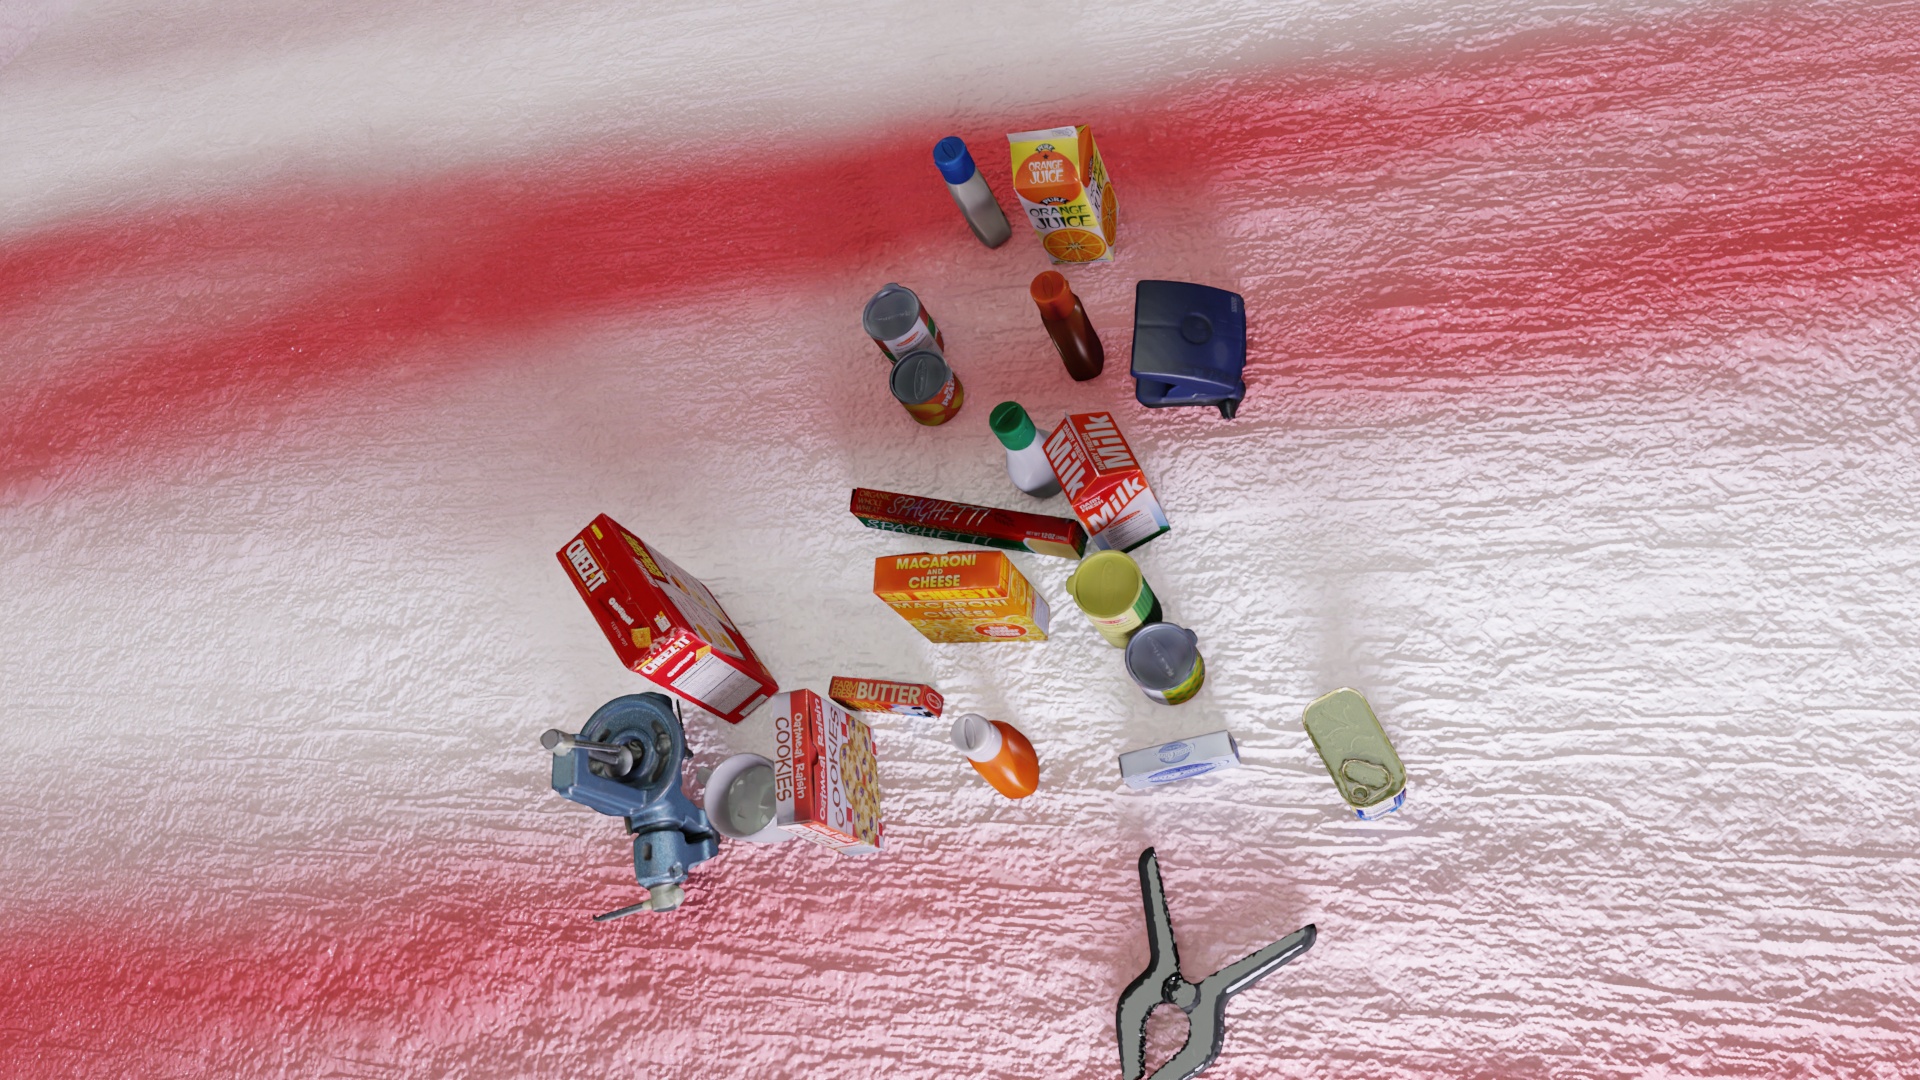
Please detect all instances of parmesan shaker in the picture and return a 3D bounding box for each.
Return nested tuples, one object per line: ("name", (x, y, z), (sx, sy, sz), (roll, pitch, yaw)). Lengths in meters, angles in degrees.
("parmesan shaker", (0.146, 0.057, 1.307), (0.071, 0.103, 0.071), (-7, 67, 17))

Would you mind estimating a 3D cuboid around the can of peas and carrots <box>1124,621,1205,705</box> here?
("can of peas and carrots", (0.193, 0.114, 1.292), (0.071, 0.058, 0.071), (-7, 67, 17))

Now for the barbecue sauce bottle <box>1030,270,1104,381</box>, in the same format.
("barbecue sauce bottle", (0.108, -0.221, 1.409), (0.043, 0.148, 0.065), (-15, 65, 13))

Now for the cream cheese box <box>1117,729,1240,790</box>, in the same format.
("cream cheese box", (0.199, 0.199, 1.258), (0.104, 0.053, 0.024), (-16, 65, 13))

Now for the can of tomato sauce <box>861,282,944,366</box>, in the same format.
("can of tomato sauce", (-0.062, -0.229, 1.510), (0.071, 0.083, 0.071), (-7, 67, 17))

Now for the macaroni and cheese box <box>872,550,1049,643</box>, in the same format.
("macaroni and cheese box", (0.004, 0.056, 1.322), (0.123, 0.166, 0.040), (-3, 68, 18))

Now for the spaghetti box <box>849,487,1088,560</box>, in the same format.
("spaghetti box", (0.005, -0.018, 1.418), (0.250, 0.050, 0.029), (9, 72, 22))

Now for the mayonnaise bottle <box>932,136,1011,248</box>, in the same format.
("mayonnaise bottle", (0.011, -0.381, 1.510), (0.041, 0.147, 0.065), (-33, 62, 5))

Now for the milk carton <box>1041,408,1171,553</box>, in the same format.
("milk carton", (0.135, -0.056, 1.308), (0.073, 0.190, 0.072), (-29, 62, 7))

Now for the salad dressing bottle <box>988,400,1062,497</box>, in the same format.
("salad dressing bottle", (0.067, -0.090, 1.371), (0.064, 0.147, 0.044), (-46, 62, -2))

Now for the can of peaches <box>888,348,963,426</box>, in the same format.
("can of peaches", (-0.033, -0.163, 1.487), (0.071, 0.058, 0.071), (-7, 67, 17))

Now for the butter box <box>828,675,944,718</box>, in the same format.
("butter box", (-0.074, 0.155, 1.373), (0.103, 0.053, 0.024), (3, 70, 21))

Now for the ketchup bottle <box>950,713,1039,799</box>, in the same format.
("ketchup bottle", (0.032, 0.192, 1.266), (0.043, 0.148, 0.065), (-17, 65, 13))

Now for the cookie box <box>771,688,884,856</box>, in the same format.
("cookie box", (-0.122, 0.219, 1.299), (0.040, 0.167, 0.123), (-13, 65, 15))

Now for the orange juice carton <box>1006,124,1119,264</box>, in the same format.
("orange juice carton", (0.108, -0.368, 1.445), (0.072, 0.192, 0.073), (1, 70, 20))
